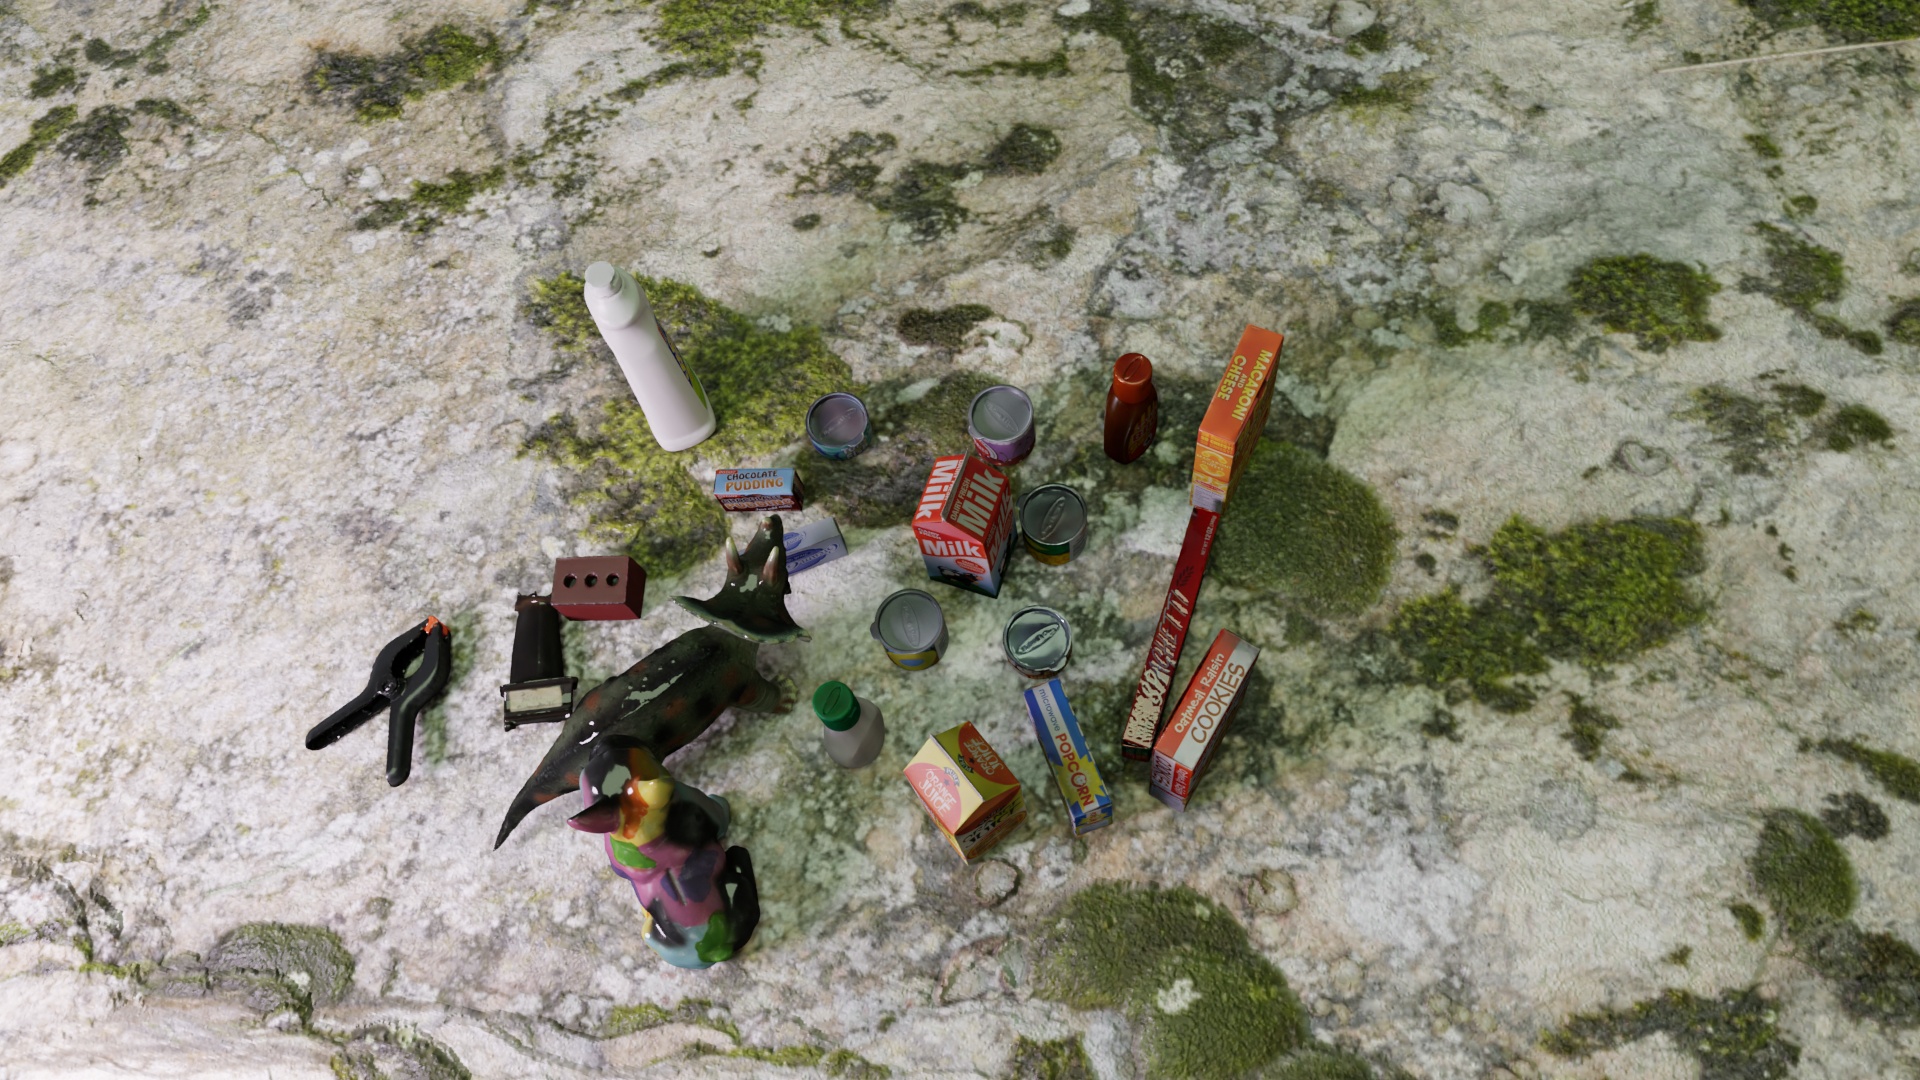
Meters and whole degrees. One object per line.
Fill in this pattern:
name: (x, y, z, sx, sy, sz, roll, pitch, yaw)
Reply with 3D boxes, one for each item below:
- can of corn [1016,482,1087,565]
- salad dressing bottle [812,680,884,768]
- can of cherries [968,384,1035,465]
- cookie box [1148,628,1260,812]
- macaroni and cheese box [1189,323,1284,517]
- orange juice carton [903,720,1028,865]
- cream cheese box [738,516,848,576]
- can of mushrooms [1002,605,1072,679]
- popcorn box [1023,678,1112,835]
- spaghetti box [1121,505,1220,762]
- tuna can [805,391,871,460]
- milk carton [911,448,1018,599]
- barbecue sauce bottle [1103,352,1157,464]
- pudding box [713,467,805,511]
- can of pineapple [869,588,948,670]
can of corn: (0.090, -0.016, 1.374, 0.071, 0.058, 0.071, -2, 67, 5)
salad dressing bottle: (-0.103, 0.166, 1.265, 0.044, 0.147, 0.064, 24, 72, 15)
can of cherries: (0.041, -0.116, 1.422, 0.071, 0.058, 0.072, -2, 67, 5)
cookie box: (0.212, 0.161, 1.225, 0.040, 0.167, 0.123, 28, 72, 16)
macaroni and cheese box: (0.266, -0.112, 1.339, 0.040, 0.166, 0.124, 23, 71, 14)
orange juice carton: (0.006, 0.218, 1.207, 0.073, 0.192, 0.072, -36, 68, -9)
cream cheese box: (-0.167, 0.012, 1.390, 0.104, 0.053, 0.024, -21, 67, -3)
can of mushrooms: (0.076, 0.100, 1.338, 0.071, 0.033, 0.071, -2, 67, 5)
popcorn box: (0.098, 0.197, 1.265, 0.038, 0.085, 0.127, -21, 66, -3)
spaghetti box: (0.200, 0.088, 1.322, 0.029, 0.050, 0.251, 16, 69, 12)
tuna can: (-0.125, -0.118, 1.453, 0.071, 0.032, 0.071, -2, 67, 5)
milk carton: (0.005, -0.016, 1.310, 0.073, 0.190, 0.072, 16, 70, 12)
barbecue sauce bottle: (0.168, -0.133, 1.367, 0.044, 0.148, 0.065, 34, 74, 18)
pudding box: (-0.206, -0.052, 1.423, 0.084, 0.049, 0.030, 0, 67, 6)
can of pineapple: (-0.048, 0.087, 1.343, 0.071, 0.057, 0.071, -2, 67, 5)
